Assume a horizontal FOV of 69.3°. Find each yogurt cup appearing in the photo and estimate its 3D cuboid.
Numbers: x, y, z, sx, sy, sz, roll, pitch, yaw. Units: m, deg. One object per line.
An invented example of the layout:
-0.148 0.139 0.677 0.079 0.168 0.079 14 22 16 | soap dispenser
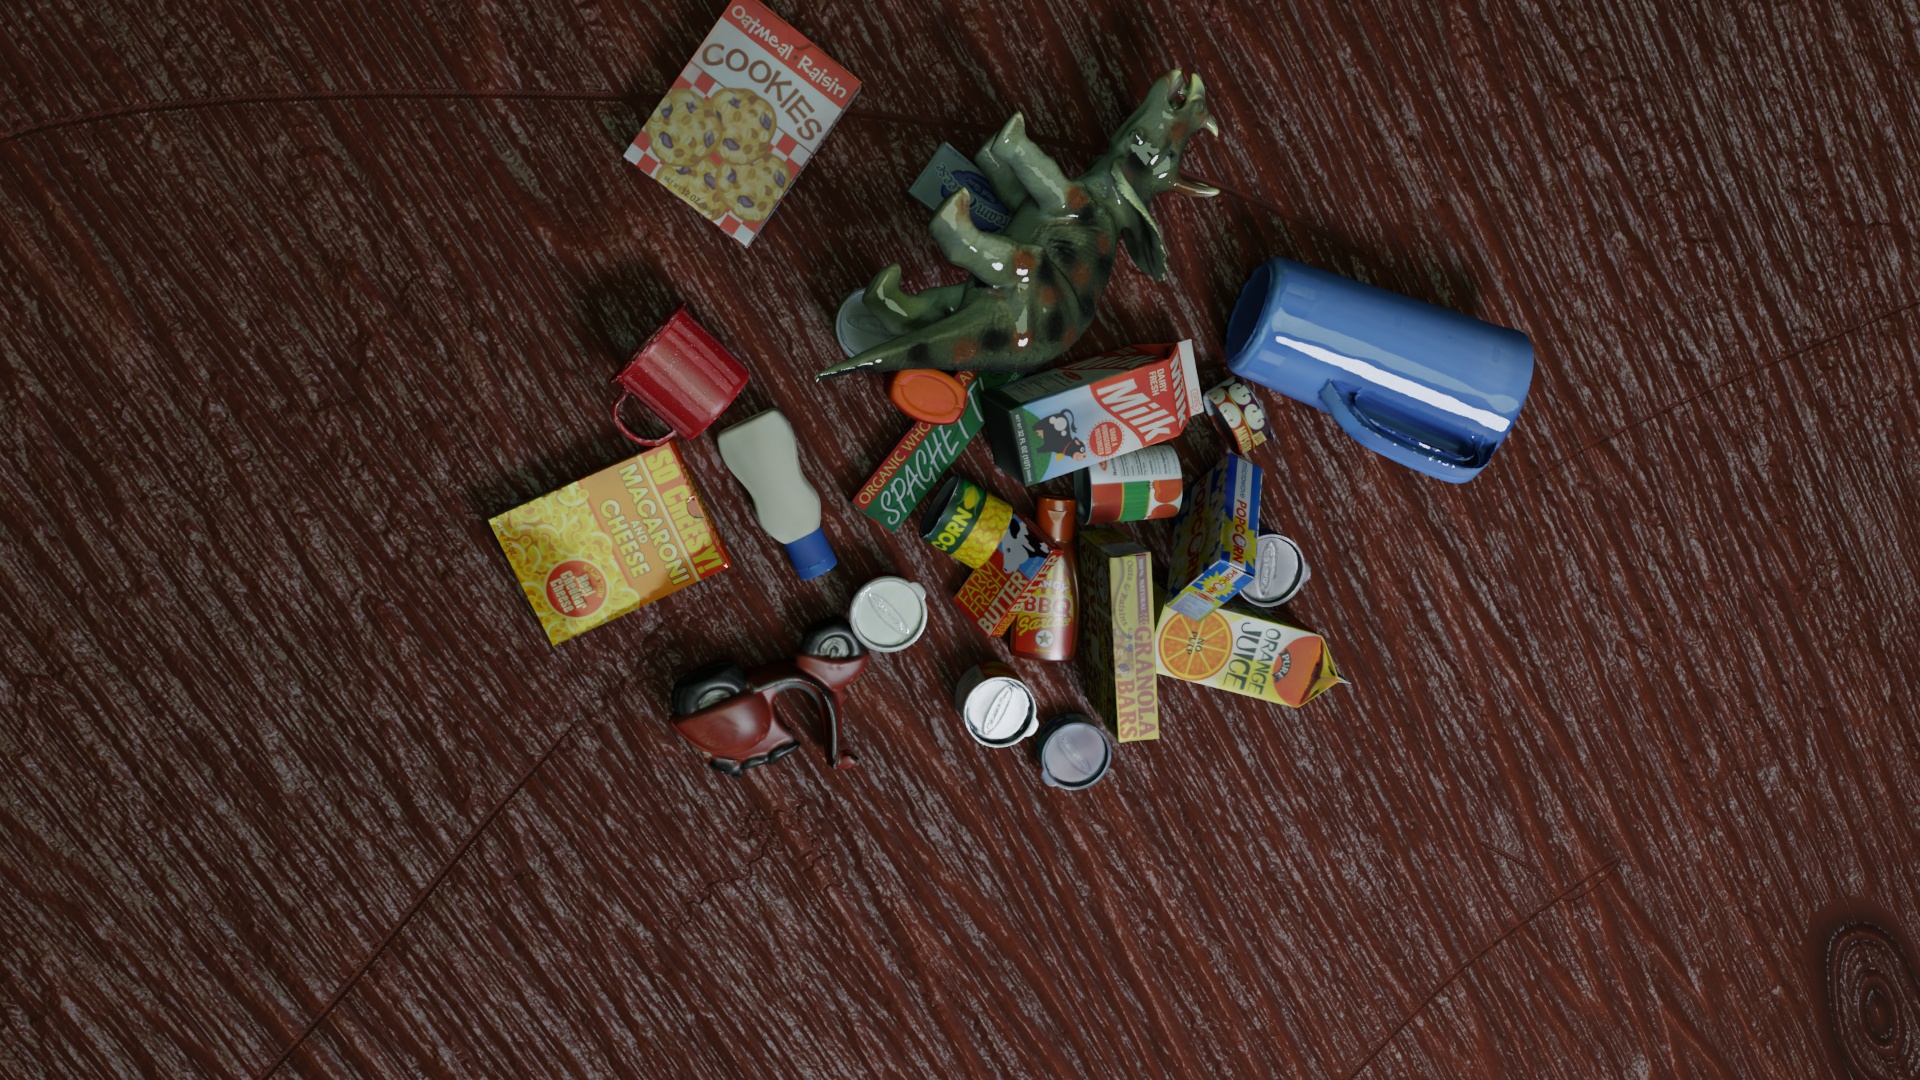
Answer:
-0.066 0.060 1.232 0.072 0.054 0.072 -1 100 -8 | yogurt cup

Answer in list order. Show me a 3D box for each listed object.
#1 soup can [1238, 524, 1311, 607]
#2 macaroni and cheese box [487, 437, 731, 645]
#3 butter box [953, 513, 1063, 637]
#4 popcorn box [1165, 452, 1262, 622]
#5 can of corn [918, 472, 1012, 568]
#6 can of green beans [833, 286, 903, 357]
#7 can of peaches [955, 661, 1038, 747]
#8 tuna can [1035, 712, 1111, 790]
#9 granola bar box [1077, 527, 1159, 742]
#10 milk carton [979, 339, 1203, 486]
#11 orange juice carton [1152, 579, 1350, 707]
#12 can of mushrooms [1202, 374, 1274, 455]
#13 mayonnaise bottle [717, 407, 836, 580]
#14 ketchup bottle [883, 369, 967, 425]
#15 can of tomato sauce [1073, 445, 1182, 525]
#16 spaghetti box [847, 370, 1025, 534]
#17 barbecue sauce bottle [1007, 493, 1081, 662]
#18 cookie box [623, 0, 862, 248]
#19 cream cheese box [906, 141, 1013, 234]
0.268 0.019 1.257 0.071 0.084 0.071 -1 101 -8 | soup can
-0.299 0.000 1.195 0.166 0.040 0.123 -24 103 -3 | macaroni and cheese box
0.042 0.031 1.232 0.053 0.024 0.103 45 112 26 | butter box
0.222 -0.003 1.215 0.038 0.084 0.127 25 51 -14 | popcorn box
0.004 -0.015 1.220 0.058 0.071 0.071 30 95 -13 | can of corn
-0.075 -0.184 1.186 0.071 0.058 0.071 -1 100 -8 | can of green beans
0.033 0.149 1.260 0.071 0.058 0.071 -2 100 -8 | can of peaches
0.102 0.197 1.291 0.071 0.033 0.071 -1 100 -8 | tuna can
0.138 0.080 1.228 0.039 0.124 0.165 -5 101 -7 | granola bar box
0.122 -0.116 1.205 0.191 0.073 0.072 -20 114 -14 | milk carton
0.259 0.098 1.276 0.193 0.072 0.073 15 99 -10 | orange juice carton
0.248 -0.110 1.239 0.033 0.071 0.071 -30 103 0 | can of mushrooms
-0.155 -0.038 1.210 0.065 0.041 0.147 -25 103 -1 | mayonnaise bottle
-0.035 -0.126 1.155 0.065 0.149 0.043 21 97 -12 | ketchup bottle
0.148 -0.049 1.238 0.083 0.071 0.071 -5 101 -8 | can of tomato sauce
-0.002 -0.115 1.223 0.050 0.029 0.250 39 93 -13 | spaghetti box
0.080 0.033 1.253 0.065 0.044 0.148 5 99 2 | barbecue sauce bottle
-0.179 -0.347 1.151 0.123 0.040 0.167 36 93 -12 | cookie box
0.011 -0.290 1.196 0.104 0.024 0.053 34 94 -12 | cream cheese box
